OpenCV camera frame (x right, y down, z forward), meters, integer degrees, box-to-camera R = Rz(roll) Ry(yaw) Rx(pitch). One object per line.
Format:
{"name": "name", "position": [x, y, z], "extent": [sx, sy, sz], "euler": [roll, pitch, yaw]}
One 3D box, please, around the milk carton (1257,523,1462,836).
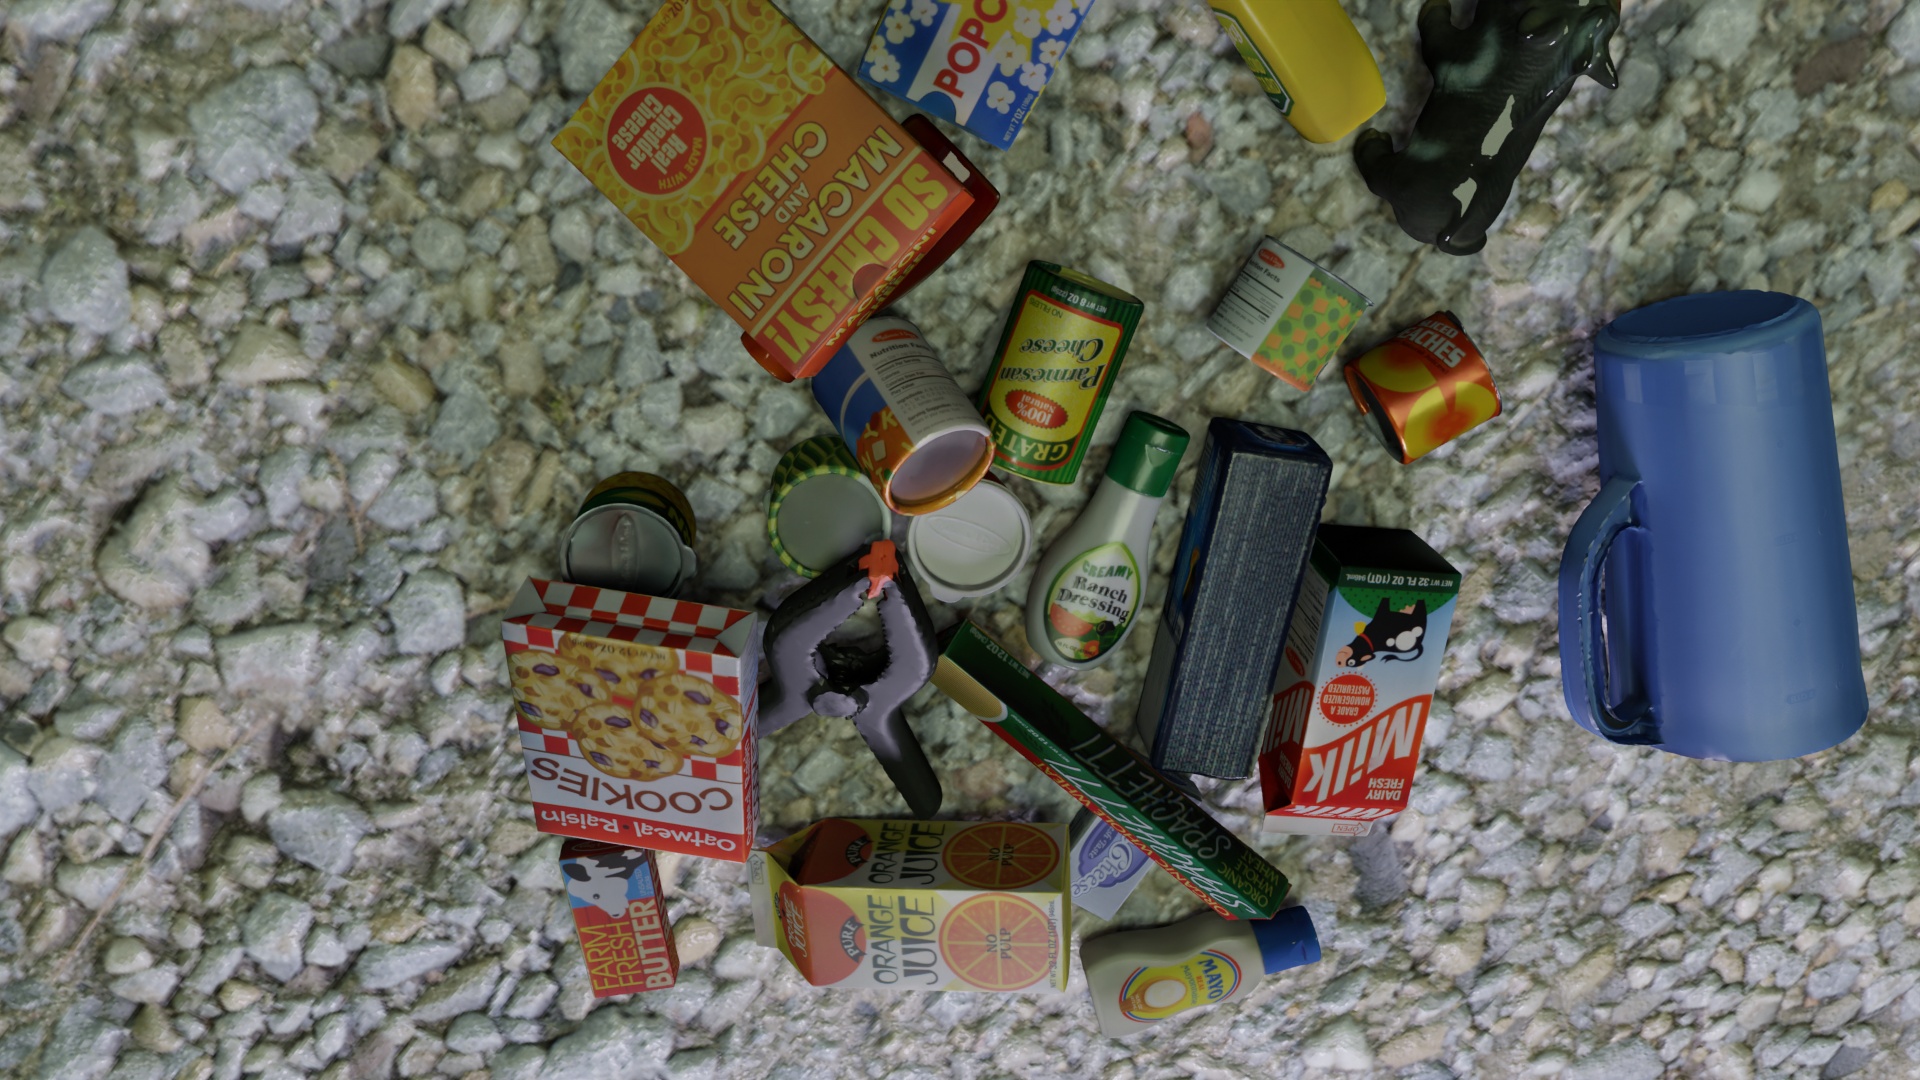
{"name": "milk carton", "position": [0.226, 0.091, 0.815], "extent": [0.072, 0.074, 0.189], "euler": [4, 110, -7]}

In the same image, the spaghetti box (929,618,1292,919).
{"name": "spaghetti box", "position": [0.083, 0.136, 0.805], "extent": [0.250, 0.050, 0.029], "euler": [39, 65, -7]}

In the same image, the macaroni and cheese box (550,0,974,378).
{"name": "macaroni and cheese box", "position": [-0.096, -0.179, 0.674], "extent": [0.166, 0.040, 0.123], "euler": [44, 102, 1]}

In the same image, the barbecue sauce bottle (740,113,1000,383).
{"name": "barbecue sauce bottle", "position": [-0.051, -0.145, 0.716], "extent": [0.065, 0.044, 0.148], "euler": [43, 101, -12]}

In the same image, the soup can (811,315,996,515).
{"name": "soup can", "position": [-0.030, -0.062, 0.717], "extent": [0.071, 0.084, 0.071], "euler": [-24, 148, -16]}

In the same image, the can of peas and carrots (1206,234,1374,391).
{"name": "can of peas and carrots", "position": [0.175, -0.119, 0.737], "extent": [0.071, 0.071, 0.058], "euler": [29, 106, -15]}

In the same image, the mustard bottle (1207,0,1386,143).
{"name": "mustard bottle", "position": [0.147, -0.270, 0.678], "extent": [0.049, 0.065, 0.160], "euler": [-38, 110, 10]}

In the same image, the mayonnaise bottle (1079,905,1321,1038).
{"name": "mayonnaise bottle", "position": [0.154, 0.271, 0.891], "extent": [0.148, 0.041, 0.064], "euler": [-16, 109, 1]}

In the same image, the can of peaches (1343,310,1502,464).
{"name": "can of peaches", "position": [0.250, -0.084, 0.756], "extent": [0.058, 0.071, 0.071], "euler": [-30, 110, 7]}

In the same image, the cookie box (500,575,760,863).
{"name": "cookie box", "position": [-0.172, 0.101, 0.751], "extent": [0.123, 0.040, 0.166], "euler": [8, 130, 3]}

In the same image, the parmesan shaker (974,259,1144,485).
{"name": "parmesan shaker", "position": [0.046, -0.090, 0.735], "extent": [0.071, 0.071, 0.102], "euler": [17, 107, -12]}

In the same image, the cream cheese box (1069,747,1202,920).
{"name": "cream cheese box", "position": [0.098, 0.183, 0.862], "extent": [0.053, 0.024, 0.103], "euler": [30, 105, -16]}

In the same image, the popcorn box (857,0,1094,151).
{"name": "popcorn box", "position": [0.016, -0.261, 0.658], "extent": [0.085, 0.038, 0.126], "euler": [23, 131, -14]}

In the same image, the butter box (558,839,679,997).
{"name": "butter box", "position": [-0.208, 0.228, 0.849], "extent": [0.053, 0.024, 0.103], "euler": [-8, 110, -2]}

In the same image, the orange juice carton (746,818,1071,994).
{"name": "orange juice carton", "position": [-0.031, 0.216, 0.827], "extent": [0.193, 0.073, 0.071], "euler": [0, 111, 6]}

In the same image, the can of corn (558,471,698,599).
{"name": "can of corn", "position": [-0.175, 0.002, 0.750], "extent": [0.071, 0.058, 0.071], "euler": [-2, 110, -5]}

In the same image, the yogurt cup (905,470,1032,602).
{"name": "yogurt cup", "position": [0.003, -0.010, 0.766], "extent": [0.072, 0.054, 0.072], "euler": [-2, 110, -5]}

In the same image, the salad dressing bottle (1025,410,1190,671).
{"name": "salad dressing bottle", "position": [0.084, 0.000, 0.783], "extent": [0.064, 0.044, 0.147], "euler": [18, 107, -12]}

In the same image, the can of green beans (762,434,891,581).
{"name": "can of green beans", "position": [-0.071, -0.018, 0.753], "extent": [0.071, 0.058, 0.071], "euler": [-2, 111, -5]}
